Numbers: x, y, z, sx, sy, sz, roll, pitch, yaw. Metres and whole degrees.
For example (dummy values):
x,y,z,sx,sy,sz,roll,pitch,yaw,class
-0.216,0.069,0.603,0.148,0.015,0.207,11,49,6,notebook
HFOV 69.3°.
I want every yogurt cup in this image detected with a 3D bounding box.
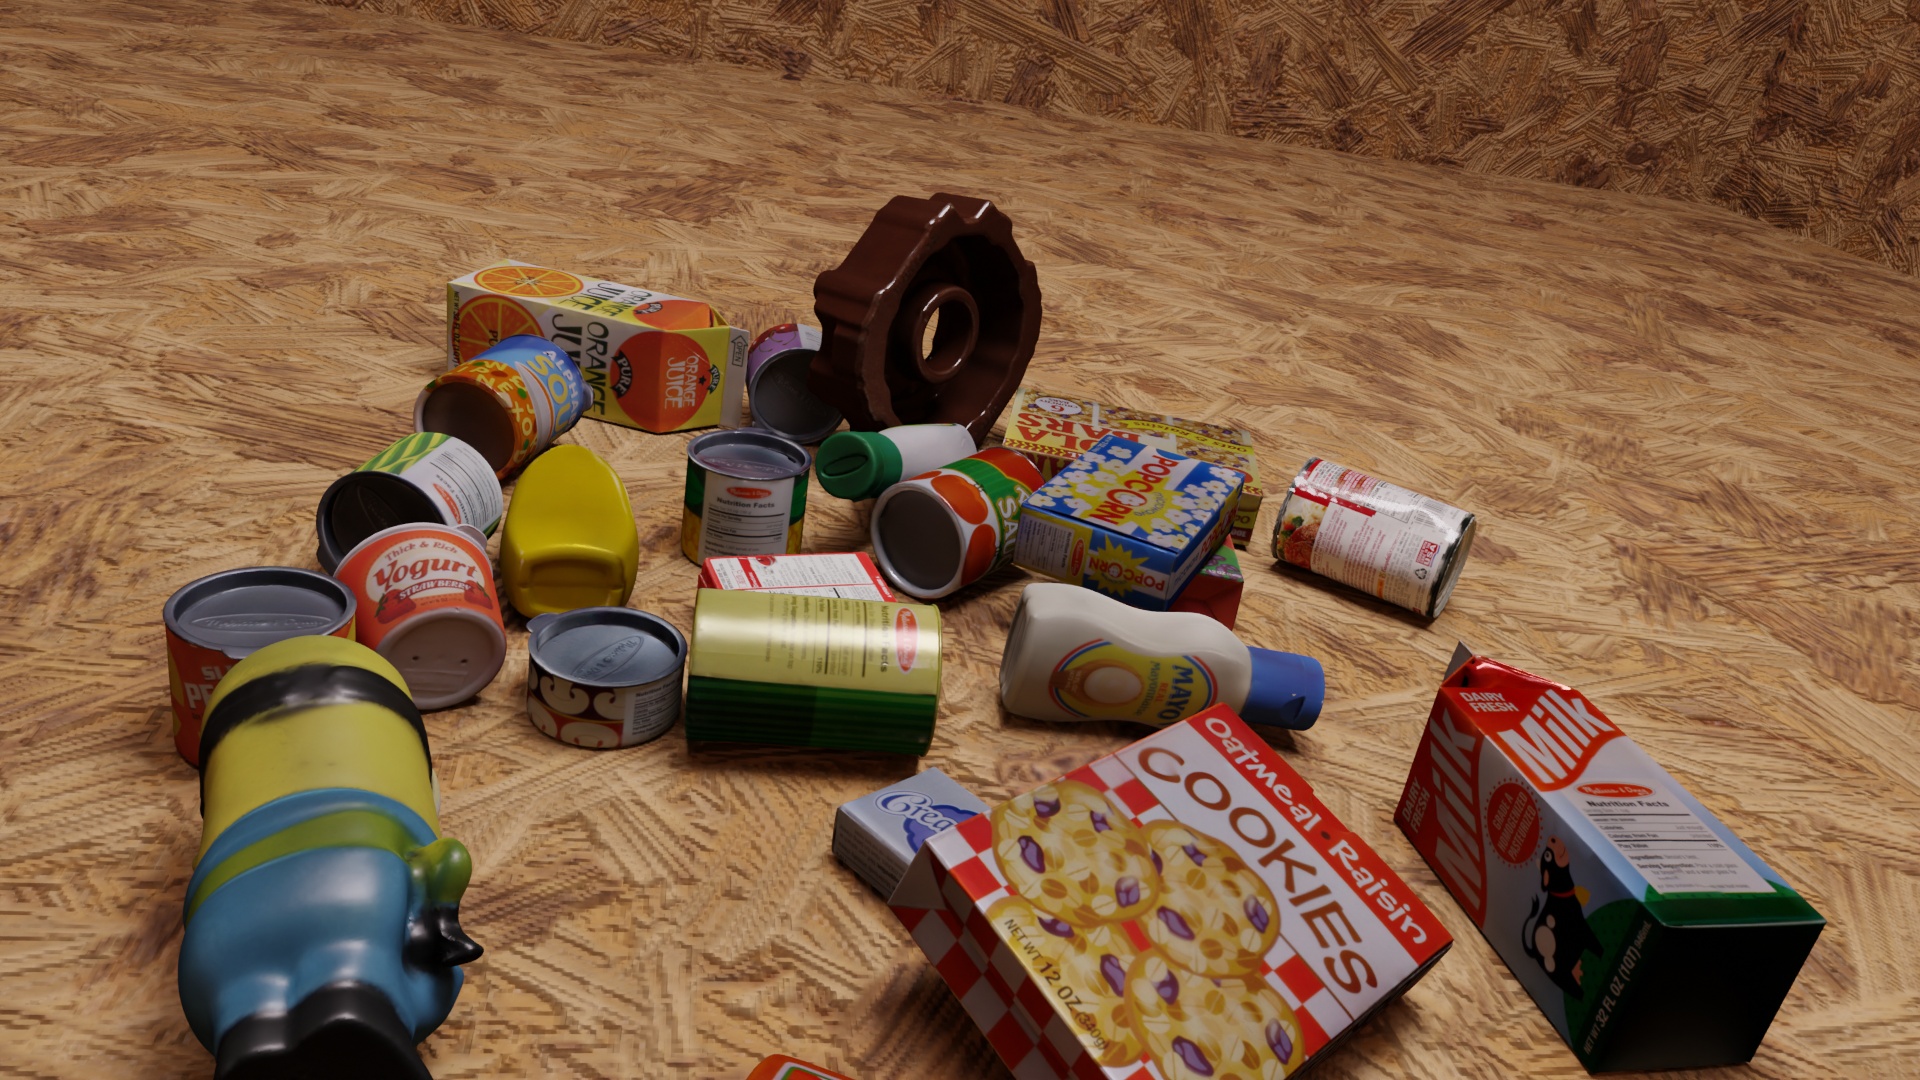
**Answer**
x,y,z,sx,sy,sz,roll,pitch,yaw,class
-0.226,0.035,0.587,0.072,0.072,0.054,-7,38,-32,yogurt cup

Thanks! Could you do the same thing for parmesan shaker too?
x,y,z,sx,sy,sz,roll,pitch,yaw,class
-0.064,0.055,0.598,0.103,0.071,0.071,5,25,-9,parmesan shaker

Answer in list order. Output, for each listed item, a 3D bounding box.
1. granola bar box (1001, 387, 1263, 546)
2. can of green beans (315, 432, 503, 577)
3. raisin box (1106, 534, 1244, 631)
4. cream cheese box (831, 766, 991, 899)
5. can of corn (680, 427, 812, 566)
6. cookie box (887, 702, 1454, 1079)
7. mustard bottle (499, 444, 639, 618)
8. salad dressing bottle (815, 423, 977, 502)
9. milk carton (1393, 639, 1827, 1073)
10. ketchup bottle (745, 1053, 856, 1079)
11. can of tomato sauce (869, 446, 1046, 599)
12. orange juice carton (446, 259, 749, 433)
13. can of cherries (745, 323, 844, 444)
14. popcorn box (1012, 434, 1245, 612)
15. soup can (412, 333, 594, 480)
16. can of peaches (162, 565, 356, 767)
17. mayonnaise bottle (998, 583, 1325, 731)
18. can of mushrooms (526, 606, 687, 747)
x,y,z,sx,sy,sz,roll,pitch,yaw,class
0.111,-0.051,0.923,0.166,0.039,0.125,11,24,2,granola bar box
-0.263,-0.013,0.668,0.071,0.071,0.058,11,24,3,can of green beans
0.112,0.005,0.804,0.086,0.040,0.124,8,26,-1,raisin box
0.004,0.126,0.521,0.053,0.024,0.104,-13,34,-44,cream cheese box
-0.116,-0.022,0.752,0.071,0.058,0.071,8,25,-4,can of corn
0.078,0.132,0.480,0.168,0.040,0.123,-15,52,-43,cookie box
-0.200,-0.013,0.714,0.065,0.048,0.161,3,25,-16,mustard bottle
-0.036,-0.045,0.800,0.064,0.044,0.148,-16,-1,20,salad dressing bottle
0.245,0.119,0.573,0.073,0.072,0.191,3,27,-15,milk carton
0.004,0.189,0.367,0.149,0.043,0.065,16,25,11,ketchup bottle
0.003,-0.010,0.761,0.071,0.071,0.083,25,29,29,can of tomato sauce
-0.231,-0.125,0.912,0.193,0.071,0.073,14,25,8,orange juice carton
-0.112,-0.104,0.922,0.071,0.071,0.058,3,25,-15,can of cherries
0.092,-0.012,0.741,0.085,0.038,0.127,18,28,20,popcorn box
-0.262,-0.076,0.803,0.071,0.071,0.084,13,25,5,soup can
-0.270,0.051,0.539,0.071,0.057,0.071,9,25,-4,can of peaches
0.096,0.061,0.654,0.148,0.064,0.041,10,27,-9,mayonnaise bottle
-0.154,0.057,0.599,0.071,0.033,0.071,8,26,-4,can of mushrooms
